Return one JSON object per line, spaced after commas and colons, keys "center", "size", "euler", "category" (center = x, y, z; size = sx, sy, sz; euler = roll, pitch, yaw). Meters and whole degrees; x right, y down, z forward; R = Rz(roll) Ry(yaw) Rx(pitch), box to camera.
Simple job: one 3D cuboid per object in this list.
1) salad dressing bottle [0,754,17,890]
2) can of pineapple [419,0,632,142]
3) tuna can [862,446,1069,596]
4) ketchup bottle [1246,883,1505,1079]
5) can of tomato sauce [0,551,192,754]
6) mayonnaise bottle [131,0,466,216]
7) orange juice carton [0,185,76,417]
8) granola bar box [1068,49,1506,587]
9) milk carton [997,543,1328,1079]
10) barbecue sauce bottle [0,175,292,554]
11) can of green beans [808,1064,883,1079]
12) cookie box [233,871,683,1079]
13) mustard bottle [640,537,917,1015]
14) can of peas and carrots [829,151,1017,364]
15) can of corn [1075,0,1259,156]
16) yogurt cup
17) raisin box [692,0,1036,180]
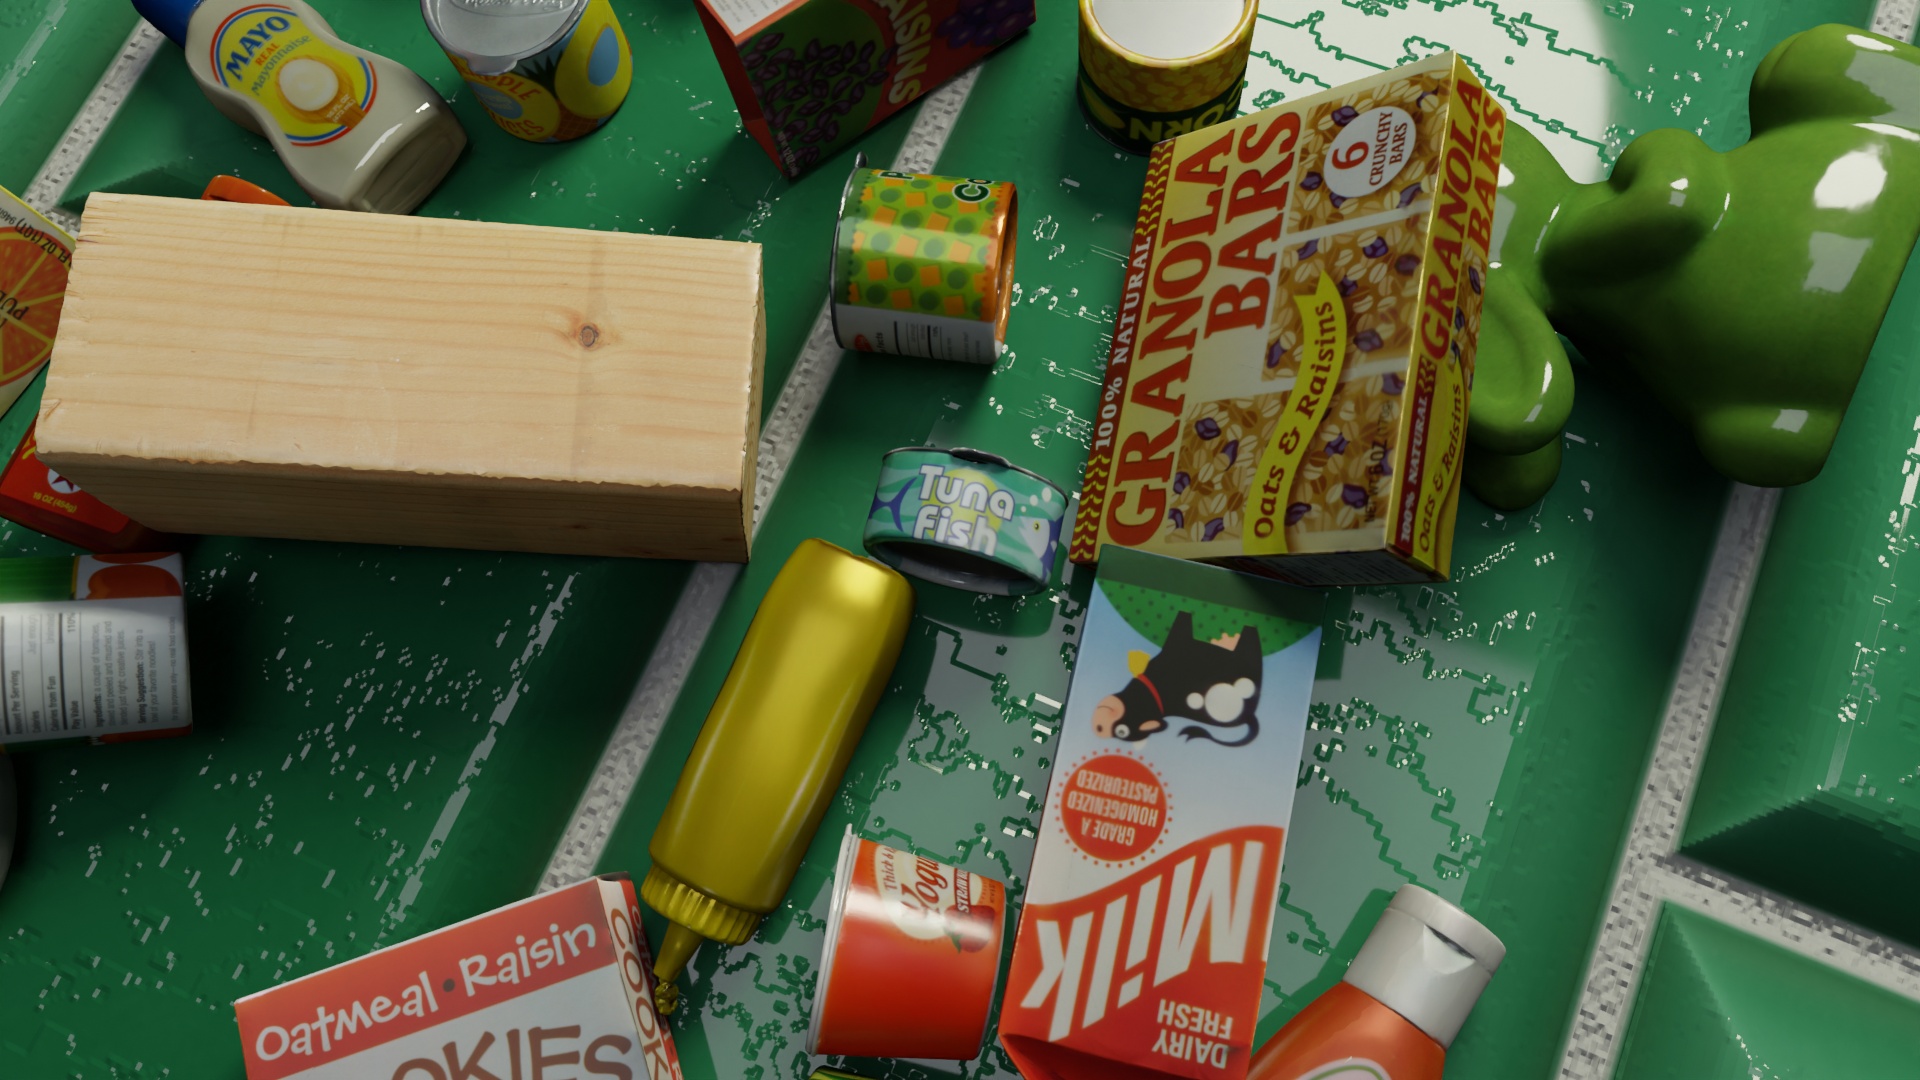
{"center": [-0.370, 0.065, 0.492], "size": [0.064, 0.044, 0.148], "euler": [-10, 72, -2], "category": "salad dressing bottle"}
{"center": [-0.170, -0.198, 0.547], "size": [0.071, 0.057, 0.071], "euler": [-1, 74, 4], "category": "can of pineapple"}
{"center": [0.002, -0.006, 0.472], "size": [0.071, 0.071, 0.033], "euler": [12, 76, 7], "category": "tuna can"}
{"center": [0.113, 0.177, 0.425], "size": [0.065, 0.043, 0.149], "euler": [34, 78, 13], "category": "ketchup bottle"}
{"center": [-0.308, 0.037, 0.468], "size": [0.083, 0.071, 0.071], "euler": [-3, 71, -29], "category": "can of tomato sauce"}
{"center": [-0.272, -0.188, 0.560], "size": [0.148, 0.041, 0.065], "euler": [37, 81, 13], "category": "mayonnaise bottle"}
{"center": [-0.422, -0.056, 0.516], "size": [0.073, 0.071, 0.193], "euler": [30, 78, 12], "category": "orange juice carton"}
{"center": [0.108, -0.067, 0.464], "size": [0.124, 0.039, 0.166], "euler": [-4, 67, 47], "category": "granola bar box"}
{"center": [0.058, 0.106, 0.434], "size": [0.073, 0.072, 0.191], "euler": [12, 75, 7], "category": "milk carton"}
{"center": [-0.298, -0.066, 0.525], "size": [0.065, 0.043, 0.149], "euler": [19, 75, 6], "category": "barbecue sauce bottle"}
{"center": [-0.024, 0.197, 0.416], "size": [0.058, 0.071, 0.071], "euler": [12, 75, 8], "category": "can of green beans"}
{"center": [-0.146, 0.205, 0.437], "size": [0.123, 0.040, 0.168], "euler": [-19, 74, -2], "category": "cookie box"}
{"center": [-0.066, 0.079, 0.457], "size": [0.049, 0.065, 0.160], "euler": [24, 81, 6], "category": "mustard bottle"}
{"center": [-0.011, -0.101, 0.503], "size": [0.059, 0.070, 0.071], "euler": [7, 75, 5], "category": "can of peas and carrots"}
{"center": [0.078, -0.188, 0.527], "size": [0.071, 0.058, 0.071], "euler": [-1, 74, 4], "category": "can of corn"}
{"center": [-0.017, 0.131, 0.438], "size": [0.054, 0.072, 0.072], "euler": [10, 75, -1], "category": "yogurt cup"}
{"center": [-0.033, -0.204, 0.525], "size": [0.123, 0.086, 0.040], "euler": [-34, 70, -6], "category": "raisin box"}
